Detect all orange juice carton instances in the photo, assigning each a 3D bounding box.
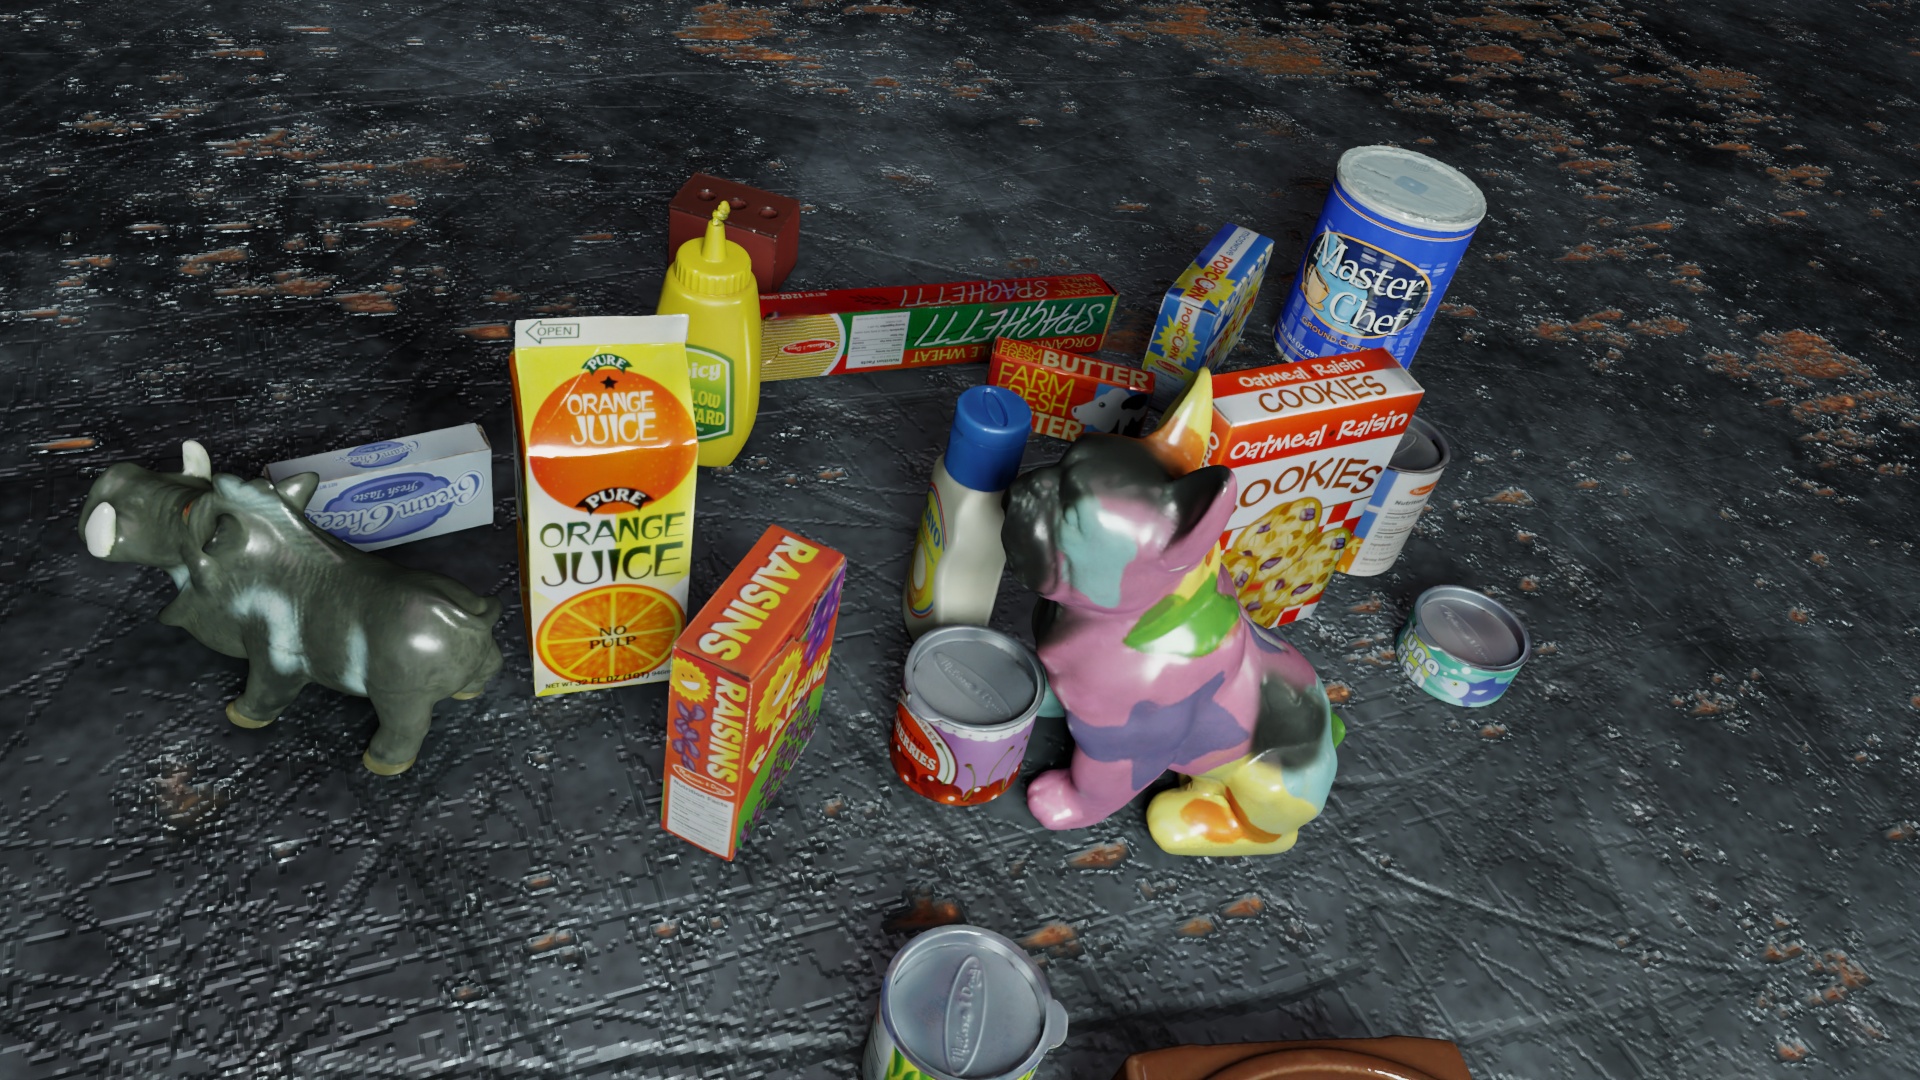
[{"bbox_3d":[-0.162,-0.022,0.628,0.072,0.191,0.073,-5,45,-21],"label":"orange juice carton"}]

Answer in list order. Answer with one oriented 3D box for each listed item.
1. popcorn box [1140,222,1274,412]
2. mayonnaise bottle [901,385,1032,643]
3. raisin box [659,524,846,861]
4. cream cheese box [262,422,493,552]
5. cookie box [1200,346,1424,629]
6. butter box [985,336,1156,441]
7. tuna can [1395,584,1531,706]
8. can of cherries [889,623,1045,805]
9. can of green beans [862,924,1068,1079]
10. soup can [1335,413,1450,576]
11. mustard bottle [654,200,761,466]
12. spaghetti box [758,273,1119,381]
[{"bbox_3d":[0.166,-0.150,0.940,0.038,0.084,0.127,26,43,14],"label":"popcorn box"},{"bbox_3d":[0.002,-0.009,0.692,0.041,0.147,0.065,-2,44,-17],"label":"mayonnaise bottle"},{"bbox_3d":[-0.090,0.067,0.602,0.040,0.122,0.086,23,42,10],"label":"raisin box"},{"bbox_3d":[-0.290,-0.023,0.699,0.104,0.053,0.024,-16,50,-30],"label":"cream cheese box"},{"bbox_3d":[0.155,-0.017,0.728,0.123,0.166,0.040,-12,47,-26],"label":"cookie box"},{"bbox_3d":[0.066,-0.090,0.870,0.103,0.052,0.024,14,41,0],"label":"butter box"},{"bbox_3d":[0.278,0.059,0.778,0.071,0.032,0.071,8,42,-7],"label":"tuna can"},{"bbox_3d":[0.000,0.083,0.657,0.071,0.058,0.072,8,42,-7],"label":"can of cherries"},{"bbox_3d":[-0.002,0.193,0.536,0.071,0.057,0.071,8,42,-7],"label":"can of green beans"},{"bbox_3d":[0.242,-0.032,0.831,0.071,0.083,0.072,8,42,-7],"label":"soup can"},{"bbox_3d":[-0.140,-0.114,0.760,0.065,0.159,0.049,11,41,-3],"label":"mustard bottle"},{"bbox_3d":[-0.015,-0.140,0.906,0.251,0.049,0.029,-8,46,-23],"label":"spaghetti box"}]
